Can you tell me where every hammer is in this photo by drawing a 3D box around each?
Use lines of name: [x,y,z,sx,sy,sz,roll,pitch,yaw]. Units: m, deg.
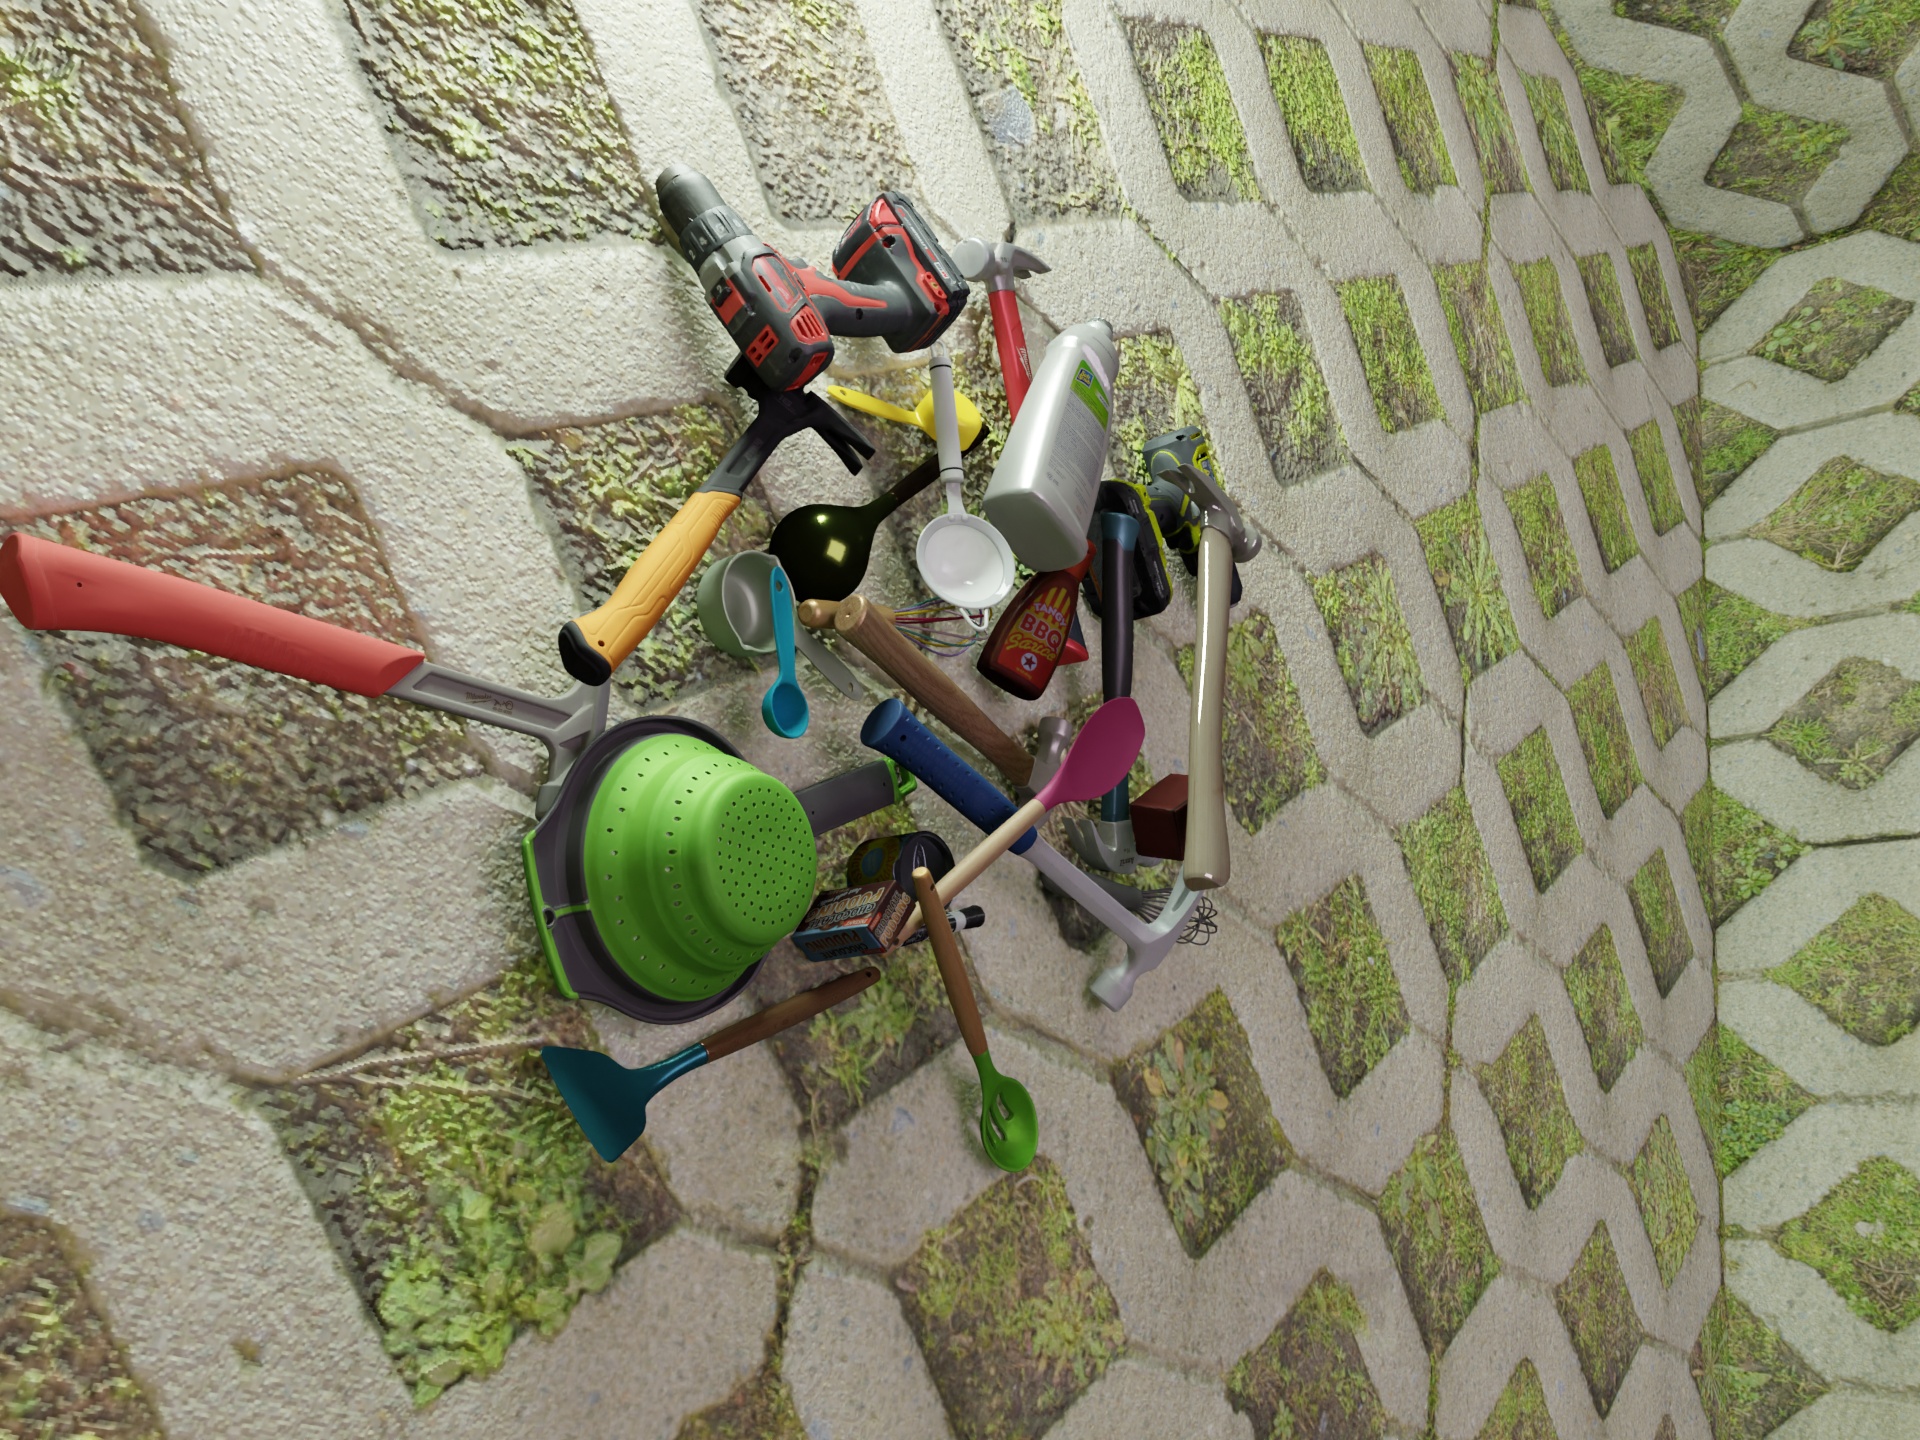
hammer: [0.073,-0.243,1.465,0.143,0.038,0.386,-14,94,-61]
hammer: [-0.002,-0.004,1.284,0.331,0.031,0.130,41,56,-49]
hammer: [0.222,-0.042,1.453,0.146,0.038,0.411,36,50,-41]
hammer: [-0.174,-0.136,1.111,0.127,0.034,0.337,38,46,-11]
hammer: [0.143,-0.023,1.454,0.128,0.033,0.331,-5,97,-50]
hammer: [-0.358,-0.045,0.922,0.358,0.037,0.149,21,66,-45]
hammer: [0.063,0.100,1.308,0.144,0.035,0.405,-50,128,-2]

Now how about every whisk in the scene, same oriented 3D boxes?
whisk: [0.158,0.168,1.465,0.238,0.055,0.055,19,67,-41]
whisk: [-0.046,-0.083,1.267,0.245,0.047,0.051,0,77,-57]

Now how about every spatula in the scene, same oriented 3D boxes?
spatula: [-0.153,0.216,1.089,0.317,0.044,0.082,-16,66,-52]

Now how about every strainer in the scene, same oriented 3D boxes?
strainer: [-0.006,-0.192,1.308,0.086,0.050,0.258,-1,78,-24]

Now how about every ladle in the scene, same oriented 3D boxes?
ladle: [-0.054,-0.184,1.314,0.078,0.062,0.320,54,37,-9]

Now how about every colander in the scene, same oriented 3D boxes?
colander: [-0.117,0.076,1.100,0.397,0.094,0.204,-21,99,-55]

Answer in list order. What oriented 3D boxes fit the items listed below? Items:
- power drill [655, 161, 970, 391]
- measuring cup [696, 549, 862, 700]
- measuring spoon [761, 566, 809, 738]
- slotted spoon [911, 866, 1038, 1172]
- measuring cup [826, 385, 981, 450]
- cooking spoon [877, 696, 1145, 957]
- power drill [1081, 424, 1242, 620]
power drill: [-0.117,-0.354,1.233,0.226,0.080,0.188,-28,82,-48]
measuring cup: [-0.134,-0.060,1.189,0.167,0.038,0.083,44,50,-41]
measuring spoon: [-0.133,-0.048,1.145,0.042,0.021,0.129,14,66,-55]
slotted spoon: [0.008,0.233,1.226,0.070,0.031,0.313,-53,137,-42]
measuring cup: [-0.044,-0.266,1.334,0.156,0.029,0.062,8,47,-43]
cooking spoon: [0.044,0.081,1.239,0.319,0.017,0.068,-40,121,-32]
power drill: [0.203,-0.178,1.578,0.228,0.080,0.190,-32,105,-51]
